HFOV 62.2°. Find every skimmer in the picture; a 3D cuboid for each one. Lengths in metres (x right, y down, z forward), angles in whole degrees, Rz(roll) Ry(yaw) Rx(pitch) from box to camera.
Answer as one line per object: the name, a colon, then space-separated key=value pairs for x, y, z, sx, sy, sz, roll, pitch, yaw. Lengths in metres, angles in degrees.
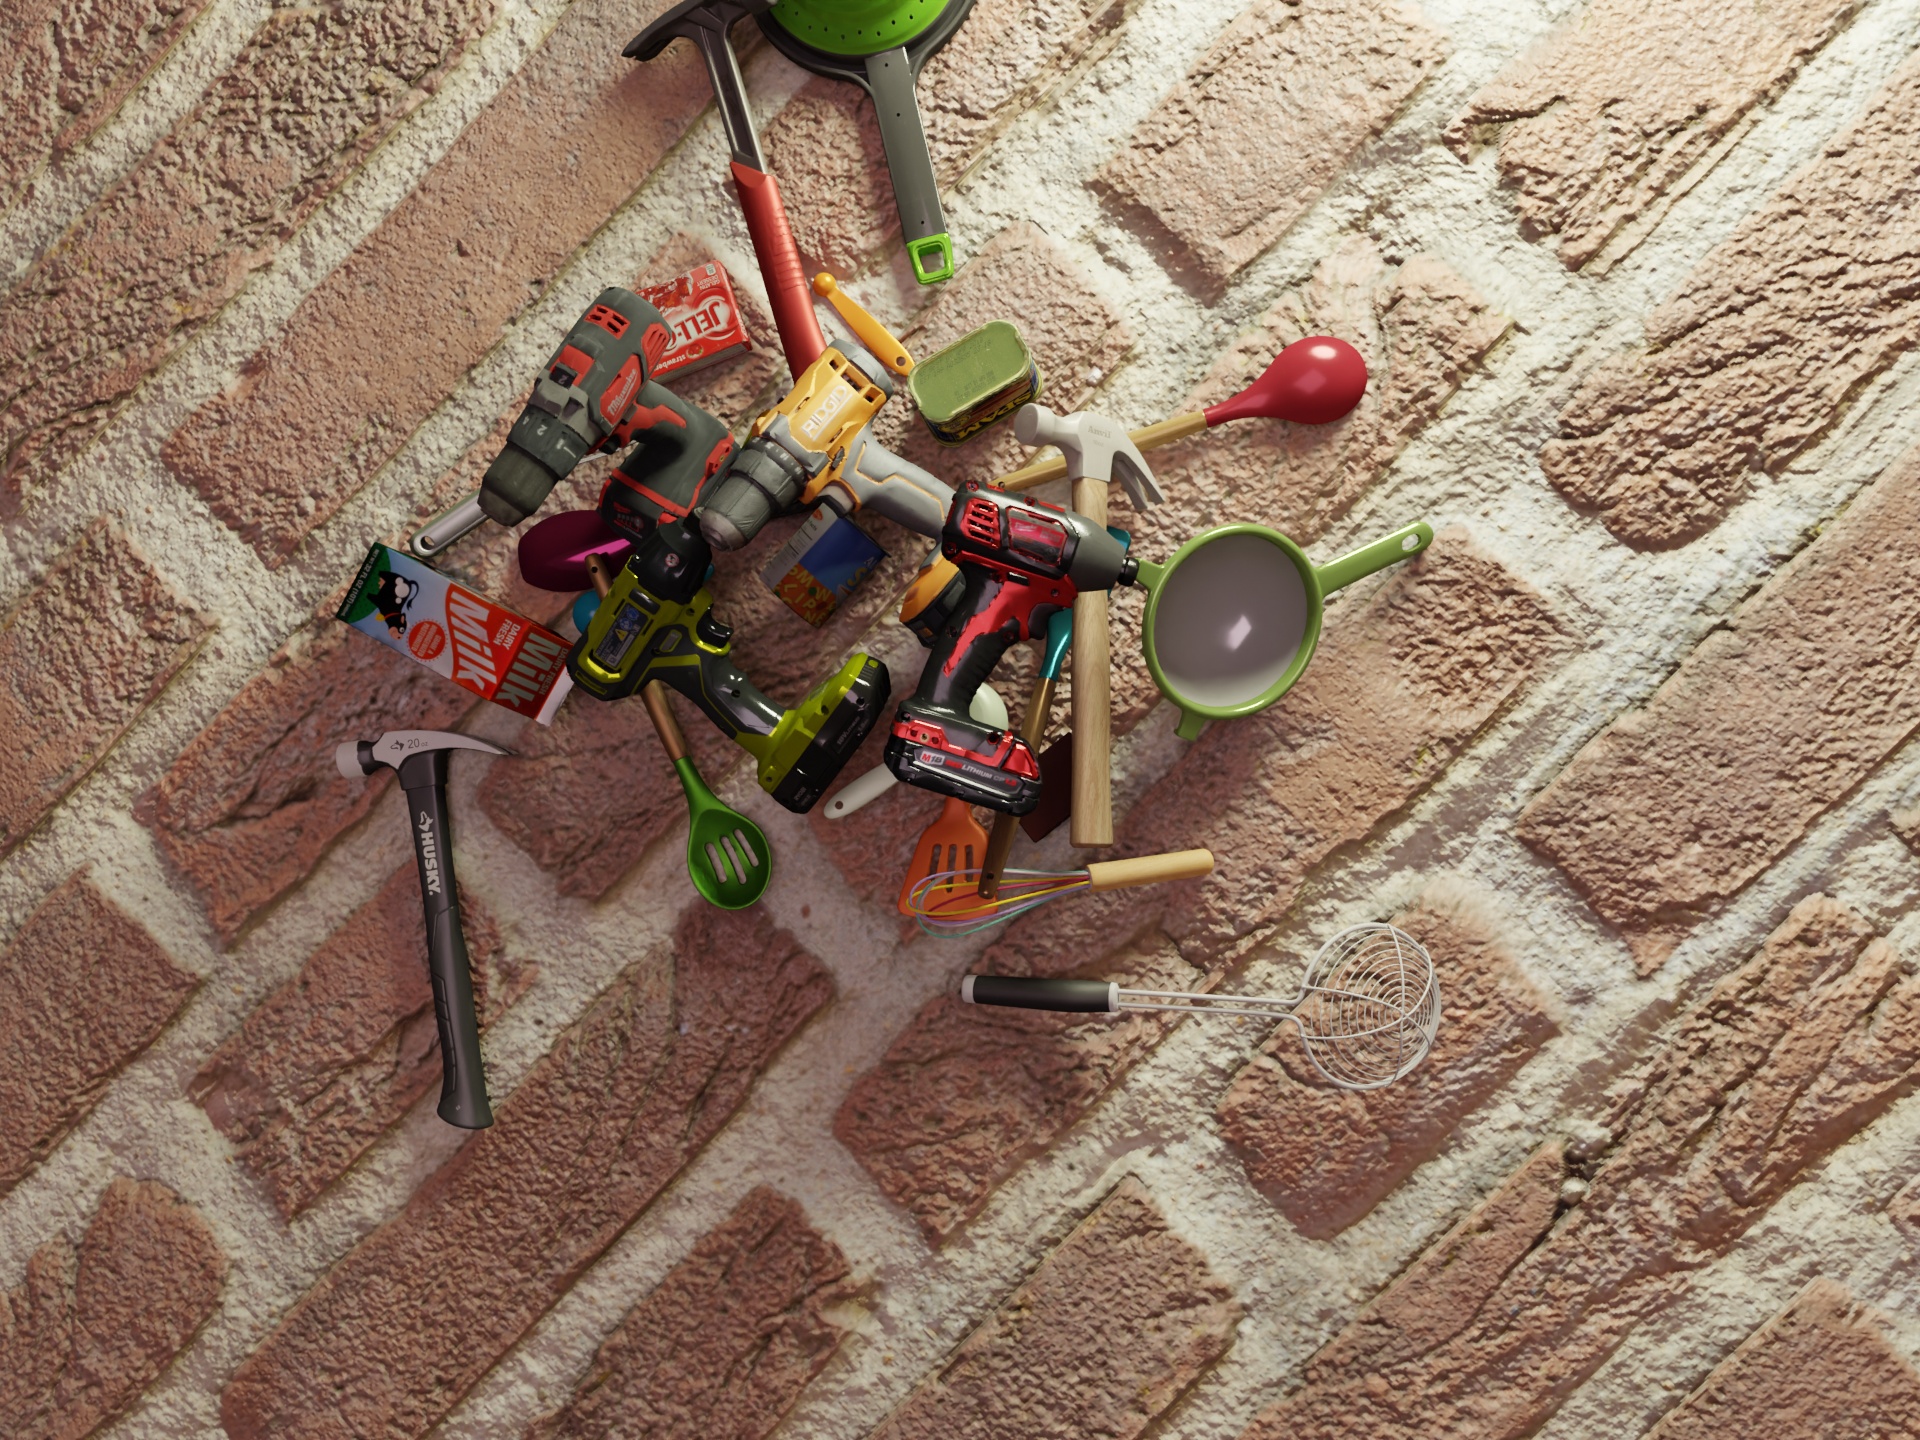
skimmer: x=0.186 y=0.216 z=1.243 sx=0.363 sy=0.090 sz=0.127 roll=1 pitch=91 yaw=17

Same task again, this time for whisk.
whisk: x=-0.352 y=-0.205 z=1.310 sx=0.246 sy=0.059 sz=0.057 roll=-33 pitch=110 yaw=6
whisk: x=0.079 y=0.128 z=1.222 sx=0.245 sy=0.047 sz=0.051 roll=-7 pitch=79 yaw=-11

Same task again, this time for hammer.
hammer: x=-0.166 y=-0.406 z=1.288 sx=0.149 sy=0.036 sz=0.359 roll=-15 pitch=92 yaw=32
hammer: x=0.100 y=-0.069 z=1.207 sx=0.130 sy=0.031 sz=0.331 roll=4 pitch=83 yaw=-37
hammer: x=-0.423 y=0.171 z=1.318 sx=0.146 sy=0.035 sz=0.335 roll=-9 pitch=87 yaw=8

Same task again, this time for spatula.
spatula: x=-0.002 y=-0.004 z=1.266 sx=0.081 sy=0.041 sz=0.322 roll=2 pitch=88 yaw=10
spatula: x=0.058 y=-0.013 z=1.224 sx=0.082 sy=0.044 sz=0.318 roll=12 pitch=65 yaw=9

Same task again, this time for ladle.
ladle: x=0.168 y=-0.232 z=1.259 sx=0.315 sy=0.031 sz=0.069 roll=-18 pitch=89 yaw=8

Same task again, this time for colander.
colander: x=-0.067 y=-0.548 z=1.261 sx=0.204 sy=0.094 sz=0.397 roll=-13 pitch=87 yaw=7

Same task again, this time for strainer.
strainer: x=0.243 y=-0.102 z=1.230 sx=0.256 sy=0.069 sz=0.151 roll=-25 pitch=112 yaw=-13

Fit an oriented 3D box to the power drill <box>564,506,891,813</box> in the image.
power drill: x=-0.172 y=-0.045 z=1.229 sx=0.223 sy=0.080 sz=0.171 roll=35 pitch=113 yaw=-8

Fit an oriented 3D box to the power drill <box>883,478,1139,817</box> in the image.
power drill: x=0.035 y=-0.050 z=1.139 sx=0.143 sy=0.078 sz=0.219 roll=17 pitch=93 yaw=-4

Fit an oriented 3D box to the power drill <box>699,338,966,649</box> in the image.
power drill: x=-0.068 y=-0.148 z=1.197 sx=0.226 sy=0.084 sz=0.185 roll=42 pitch=72 yaw=-12

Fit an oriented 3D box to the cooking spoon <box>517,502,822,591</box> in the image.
cooking spoon: x=-0.214 y=-0.162 z=1.308 sx=0.319 sy=0.017 sz=0.069 roll=-11 pitch=83 yaw=7

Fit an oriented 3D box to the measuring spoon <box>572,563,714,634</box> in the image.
measuring spoon: x=-0.263 y=-0.104 z=1.310 sx=0.128 sy=0.021 sz=0.042 roll=-22 pitch=86 yaw=8

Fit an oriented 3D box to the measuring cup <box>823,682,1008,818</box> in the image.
measuring cup: x=-0.041 y=0.027 z=1.239 sx=0.167 sy=0.038 sz=0.083 roll=-34 pitch=78 yaw=4

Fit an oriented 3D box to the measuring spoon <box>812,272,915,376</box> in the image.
measuring spoon: x=-0.079 y=-0.324 z=1.299 sx=0.021 sy=0.011 sz=0.117 roll=-44 pitch=84 yaw=4

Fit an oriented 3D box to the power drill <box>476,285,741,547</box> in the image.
power drill: x=-0.262 y=-0.198 z=1.196 sx=0.080 sy=0.226 sz=0.188 roll=31 pitch=82 yaw=16

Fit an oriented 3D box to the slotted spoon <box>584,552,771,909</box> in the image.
slotted spoon: x=-0.236 y=0.007 z=1.293 sx=0.070 sy=0.031 sz=0.314 roll=-25 pitch=89 yaw=5
